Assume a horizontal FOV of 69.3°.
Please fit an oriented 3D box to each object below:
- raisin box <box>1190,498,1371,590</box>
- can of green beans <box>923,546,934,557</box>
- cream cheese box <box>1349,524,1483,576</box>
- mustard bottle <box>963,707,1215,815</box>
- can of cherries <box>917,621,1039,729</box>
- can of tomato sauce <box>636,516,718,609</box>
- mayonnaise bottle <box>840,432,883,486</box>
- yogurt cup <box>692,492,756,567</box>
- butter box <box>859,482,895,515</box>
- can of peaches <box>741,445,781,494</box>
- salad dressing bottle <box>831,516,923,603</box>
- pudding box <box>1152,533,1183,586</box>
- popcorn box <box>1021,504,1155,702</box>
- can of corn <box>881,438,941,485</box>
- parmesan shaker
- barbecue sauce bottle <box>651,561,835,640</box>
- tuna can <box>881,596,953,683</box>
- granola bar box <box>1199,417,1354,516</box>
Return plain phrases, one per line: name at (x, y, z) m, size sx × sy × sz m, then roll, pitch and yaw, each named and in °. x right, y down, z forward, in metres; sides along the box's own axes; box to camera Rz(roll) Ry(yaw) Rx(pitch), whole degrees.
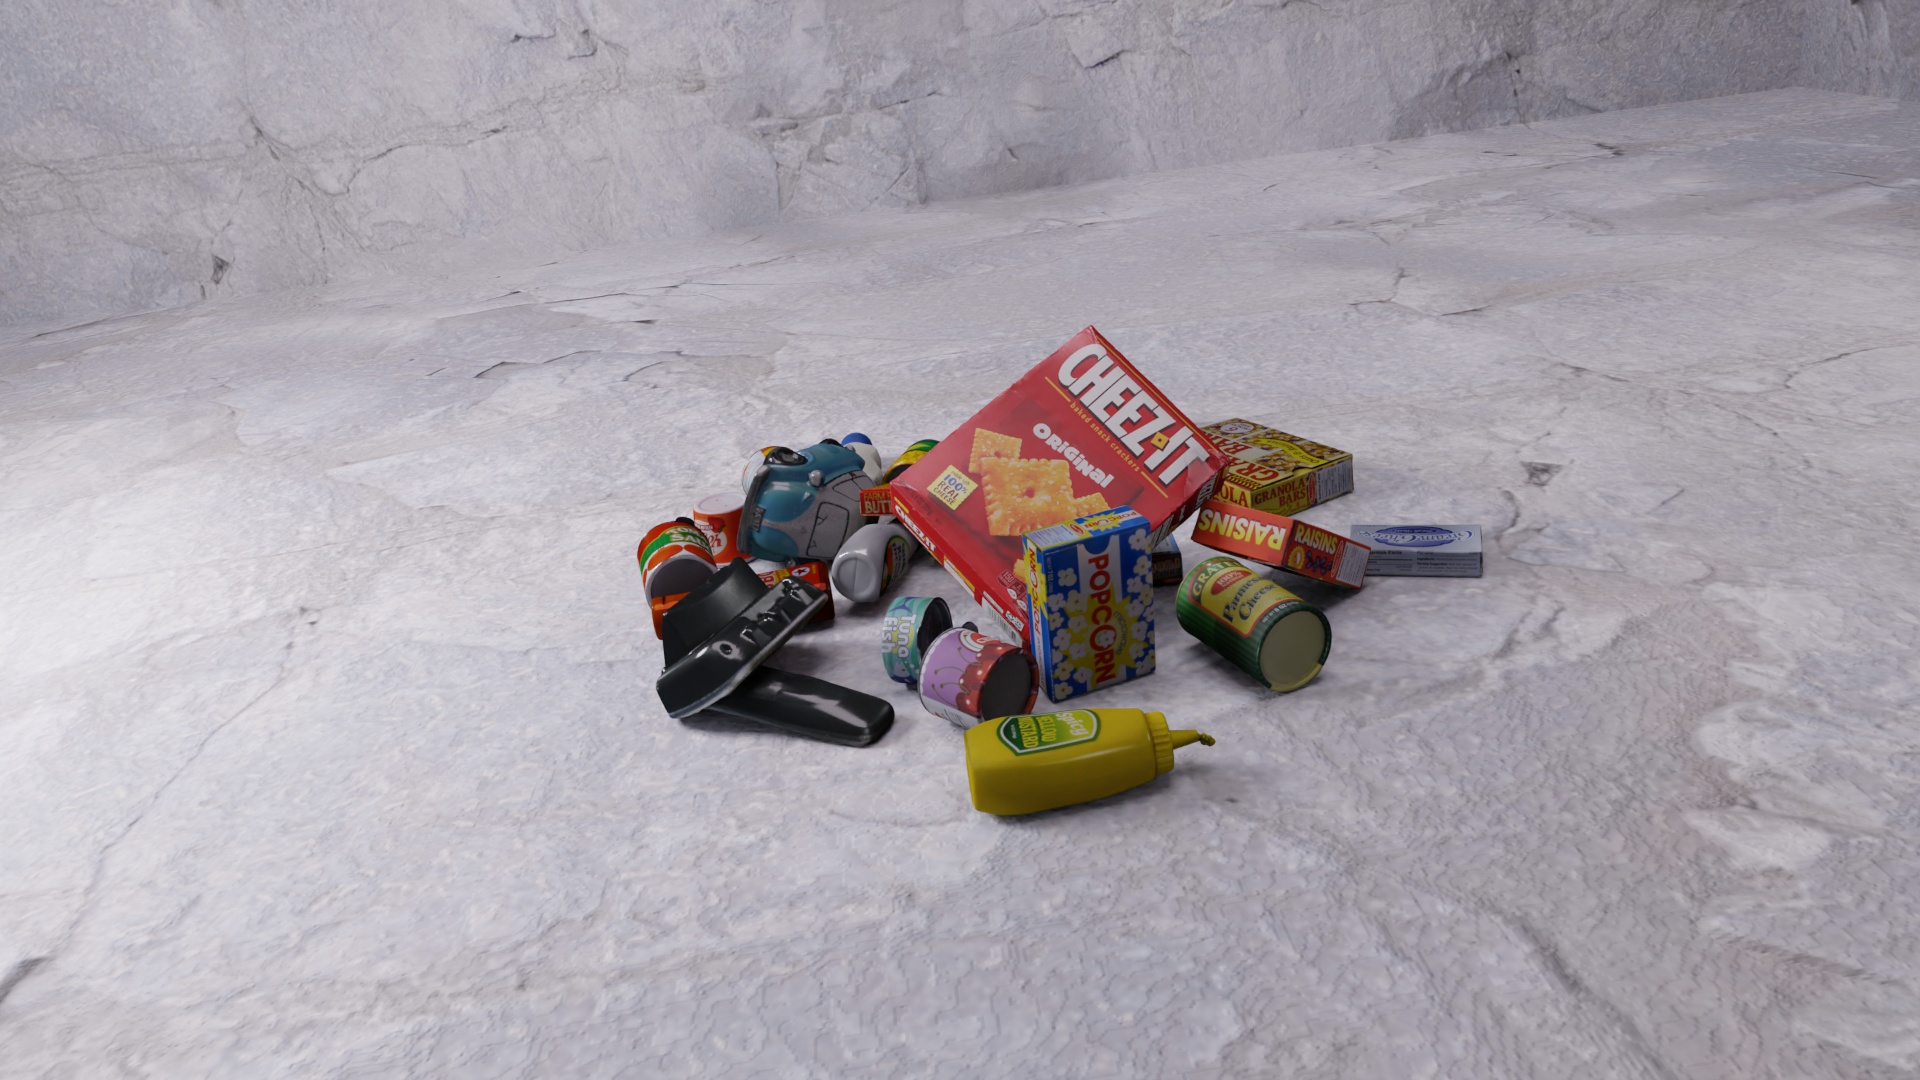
raisin box at (0.251, 0.004, 1.086) m, size 0.086 × 0.040 × 0.123 m, roll 18°, pitch 2°, yaw 44°
can of green beans at (0.004, -0.016, 1.244) m, size 0.058 × 0.071 × 0.071 m, roll 3°, pitch 25°, yaw 21°
cream cheese box at (0.370, 0.008, 1.131) m, size 0.104 × 0.024 × 0.053 m, roll 0°, pitch 25°, yaw 18°
mustard bottle at (0.083, 0.135, 0.887) m, size 0.160 × 0.048 × 0.065 m, roll -9°, pitch 24°, yaw -3°
can of cherries at (0.014, 0.097, 0.970) m, size 0.058 × 0.071 × 0.072 m, roll 15°, pitch 32°, yaw 42°
can of tomato sauce at (-0.245, 0.026, 1.216) m, size 0.071 × 0.071 × 0.083 m, roll -13°, pitch 24°, yaw -13°
mayonnaise bottle at (-0.110, -0.074, 1.448) m, size 0.065 × 0.041 × 0.148 m, roll -6°, pitch 22°, yaw 0°
yogurt cup at (-0.222, -0.012, 1.318) m, size 0.072 × 0.053 × 0.073 m, roll -5°, pitch 23°, yaw 2°
butter box at (-0.048, -0.040, 1.269) m, size 0.053 × 0.024 × 0.104 m, roll 0°, pitch 8°, yaw 20°
can of peaches at (-0.179, -0.055, 1.394) m, size 0.071 × 0.071 × 0.058 m, roll -14°, pitch 23°, yaw -16°
salad dressing bottle at (-0.065, 0.009, 1.218) m, size 0.044 × 0.064 × 0.148 m, roll 12°, pitch 20°, yaw 14°
pudding box at (0.159, 0.009, 1.183) m, size 0.050 × 0.030 × 0.084 m, roll -8°, pitch 23°, yaw 2°
popcorn box at (0.093, 0.045, 0.995) m, size 0.085 × 0.126 × 0.038 m, roll -15°, pitch 28°, yaw -16°
can of corn at (-0.039, -0.058, 1.355) m, size 0.071 × 0.071 × 0.058 m, roll 1°, pitch 25°, yaw 20°
parmesan shaker at (0.213, 0.058, 1.005) m, size 0.071 × 0.071 × 0.103 m, roll -16°, pitch 24°, yaw -20°
barbecue sauce bottle at (-0.182, 0.054, 1.165) m, size 0.149 × 0.043 × 0.065 m, roll -10°, pitch 24°, yaw -5°
tuna can at (-0.033, 0.075, 1.039) m, size 0.033 × 0.070 × 0.071 m, roll 0°, pitch 24°, yaw 21°
granola bar box at (0.270, -0.069, 1.321) m, size 0.124 × 0.039 × 0.166 m, roll -19°, pitch 25°, yaw -25°
